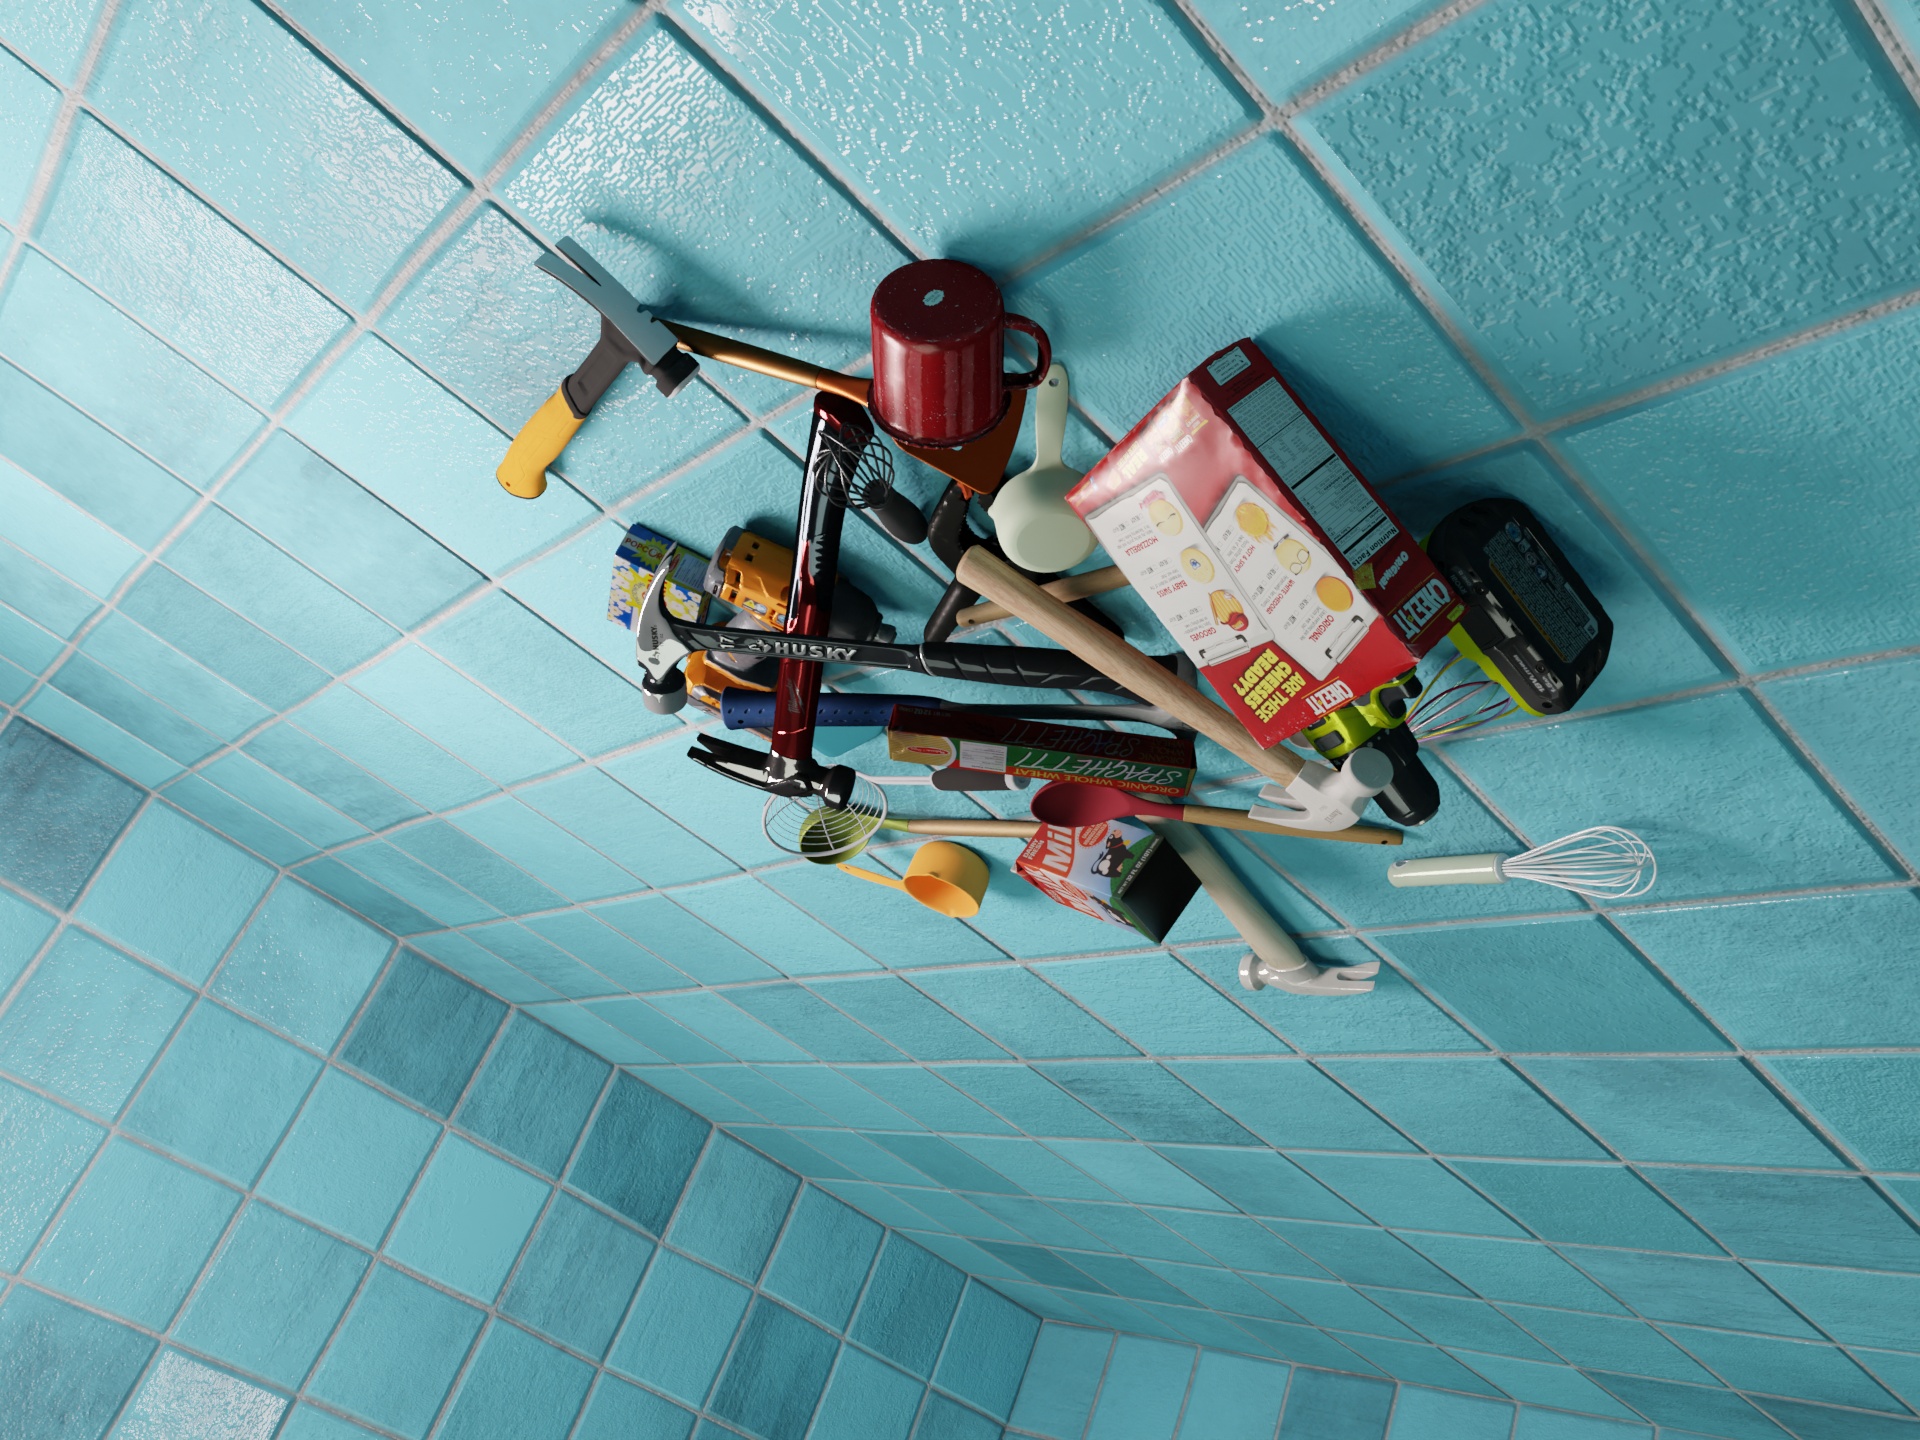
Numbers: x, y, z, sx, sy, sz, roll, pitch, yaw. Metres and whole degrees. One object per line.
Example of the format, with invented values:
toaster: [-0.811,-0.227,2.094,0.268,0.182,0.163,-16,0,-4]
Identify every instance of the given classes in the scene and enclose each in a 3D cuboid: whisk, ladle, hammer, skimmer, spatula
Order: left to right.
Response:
hammer: [-0.307,-0.245,1.219,0.127,0.034,0.337,44,152,-14]
hammer: [-0.133,-0.089,1.236,0.143,0.038,0.386,17,132,5]
spatula: [-0.111,-0.238,1.089,0.323,0.081,0.041,21,-171,22]
whisk: [-0.054,-0.157,1.110,0.055,0.055,0.239,17,177,13]
skimmer: [-0.059,0.085,1.494,0.127,0.090,0.363,21,165,-33]
hammer: [-0.042,-0.052,1.196,0.409,0.036,0.149,5,132,1]
ladle: [-0.032,0.120,1.636,0.320,0.062,0.078,-1,148,34]
spatula: [-0.017,0.024,1.449,0.318,0.044,0.082,11,160,36]
hammer: [-0.002,-0.004,1.330,0.405,0.035,0.143,1,148,14]
hammer: [0.140,-0.024,1.127,0.331,0.031,0.130,33,156,7]
ladle: [0.218,0.082,1.363,0.315,0.031,0.069,6,142,10]
hammer: [0.243,0.143,1.483,0.146,0.038,0.410,-6,140,41]
whisk: [0.332,0.012,1.170,0.047,0.051,0.245,20,151,-12]
whisk: [0.445,0.119,1.281,0.246,0.058,0.059,-12,101,54]

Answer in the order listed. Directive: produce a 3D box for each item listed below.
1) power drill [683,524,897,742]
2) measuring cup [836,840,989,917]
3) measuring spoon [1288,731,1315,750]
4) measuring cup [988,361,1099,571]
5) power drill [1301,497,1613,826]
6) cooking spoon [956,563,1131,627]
power drill: [-0.153,-0.065,1.385,0.164,0.084,0.226,25,149,-6]
measuring cup: [-0.050,0.159,1.720,0.174,0.052,0.095,13,150,24]
measuring spoon: [0.308,0.027,1.262,0.124,0.018,0.034,30,144,-25]
measuring cup: [0.062,-0.165,1.070,0.083,0.038,0.167,-4,141,-3]
power drill: [0.305,-0.031,1.046,0.190,0.080,0.228,52,147,-3]
cooking spoon: [0.126,-0.107,1.122,0.319,0.017,0.068,-13,136,35]
